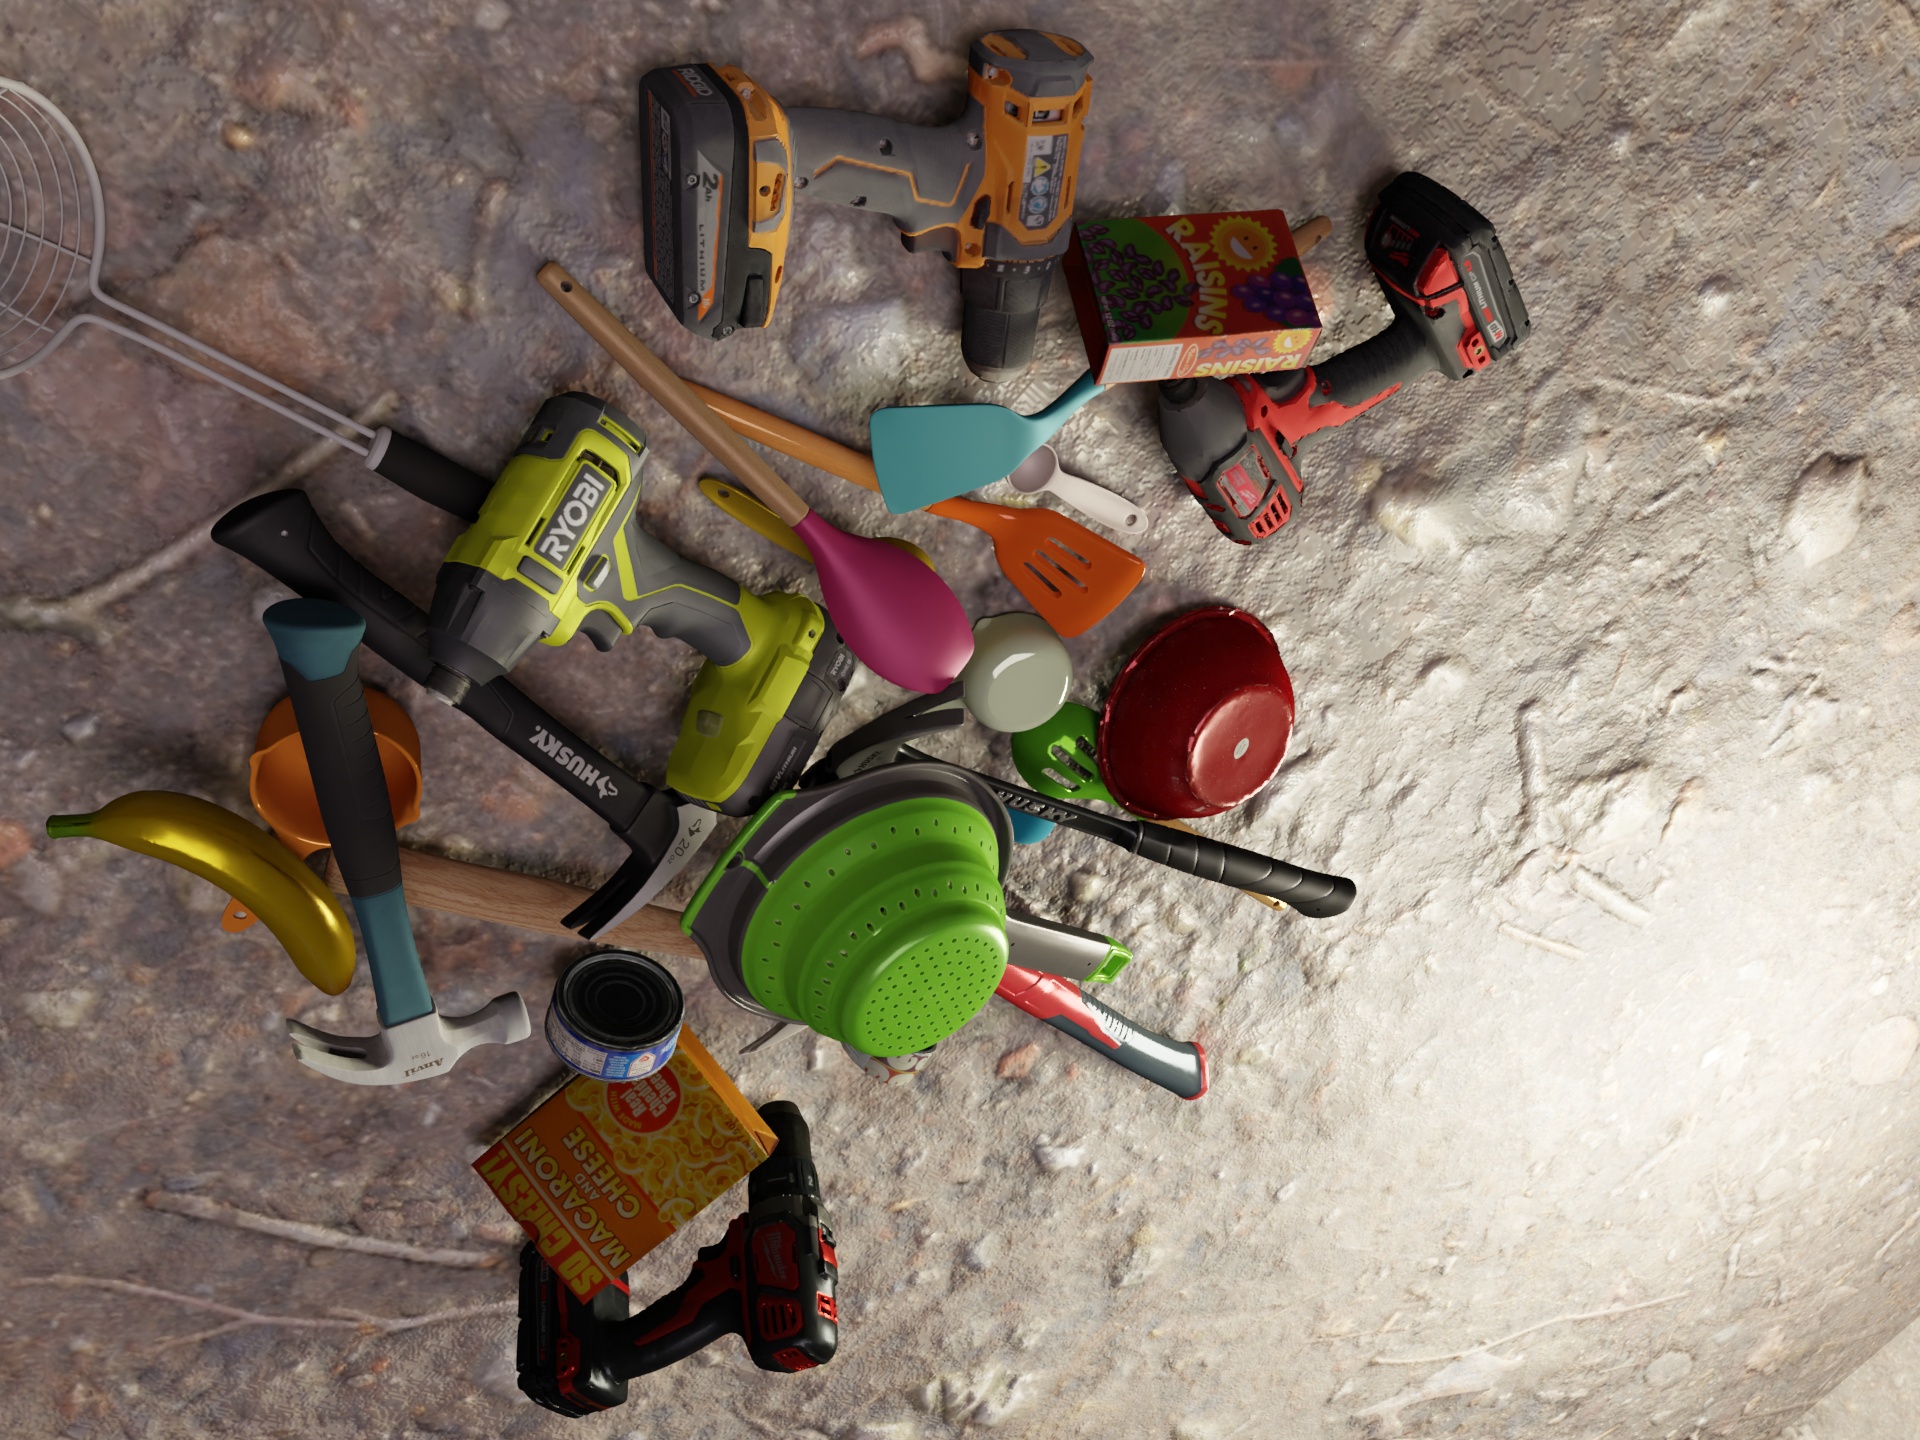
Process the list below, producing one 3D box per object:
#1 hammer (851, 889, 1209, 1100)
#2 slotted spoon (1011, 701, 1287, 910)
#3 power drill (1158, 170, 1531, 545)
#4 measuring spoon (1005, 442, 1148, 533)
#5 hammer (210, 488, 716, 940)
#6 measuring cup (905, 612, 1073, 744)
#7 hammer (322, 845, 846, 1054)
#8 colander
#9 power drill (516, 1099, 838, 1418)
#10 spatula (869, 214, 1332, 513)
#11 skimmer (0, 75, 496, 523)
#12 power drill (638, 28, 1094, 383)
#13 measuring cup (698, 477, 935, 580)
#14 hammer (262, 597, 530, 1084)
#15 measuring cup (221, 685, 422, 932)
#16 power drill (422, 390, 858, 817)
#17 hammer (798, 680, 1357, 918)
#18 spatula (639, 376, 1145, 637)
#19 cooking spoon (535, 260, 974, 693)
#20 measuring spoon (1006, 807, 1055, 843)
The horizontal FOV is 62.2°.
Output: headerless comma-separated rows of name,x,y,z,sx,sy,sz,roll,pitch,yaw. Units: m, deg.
hammer,0.063,0.222,1.183,0.385,0.038,0.143,37,82,-39
slotted spoon,0.150,0.075,1.153,0.070,0.031,0.313,-45,129,14
power drill,0.220,-0.215,0.957,0.219,0.079,0.143,-39,136,8
measuring spoon,0.072,-0.143,0.987,0.124,0.018,0.034,20,111,-40
hammer,-0.260,-0.007,0.865,0.334,0.035,0.146,46,70,-41
measuring cup,-0.002,-0.003,1.026,0.167,0.038,0.083,-33,128,0
hammer,-0.222,0.125,0.988,0.331,0.130,0.031,15,157,-23
colander,0.012,0.151,1.002,0.396,0.095,0.204,22,111,-48
power drill,-0.196,0.383,1.131,0.226,0.188,0.080,-20,140,11
spatula,0.089,-0.214,0.907,0.317,0.044,0.082,-36,148,-17
skimmer,-0.322,-0.159,0.751,0.363,0.090,0.127,28,76,-37
power drill,-0.044,-0.252,0.822,0.226,0.084,0.185,-13,134,-22
measuring cup,-0.082,-0.108,0.930,0.156,0.029,0.062,30,142,-23
hammer,-0.312,0.076,0.844,0.128,0.033,0.330,-17,133,-24
measuring cup,-0.370,0.049,0.895,0.095,0.052,0.173,27,119,-35
power drill,-0.173,-0.045,0.865,0.223,0.080,0.171,38,72,-39
hammer,0.105,0.069,1.055,0.408,0.036,0.149,18,144,-27
spatula,-0.037,-0.131,0.925,0.322,0.041,0.081,19,137,-30
cooking spoon,-0.106,-0.128,0.867,0.318,0.017,0.069,43,77,-23
measuring spoon,0.008,0.069,1.083,0.128,0.021,0.042,5,139,-24
